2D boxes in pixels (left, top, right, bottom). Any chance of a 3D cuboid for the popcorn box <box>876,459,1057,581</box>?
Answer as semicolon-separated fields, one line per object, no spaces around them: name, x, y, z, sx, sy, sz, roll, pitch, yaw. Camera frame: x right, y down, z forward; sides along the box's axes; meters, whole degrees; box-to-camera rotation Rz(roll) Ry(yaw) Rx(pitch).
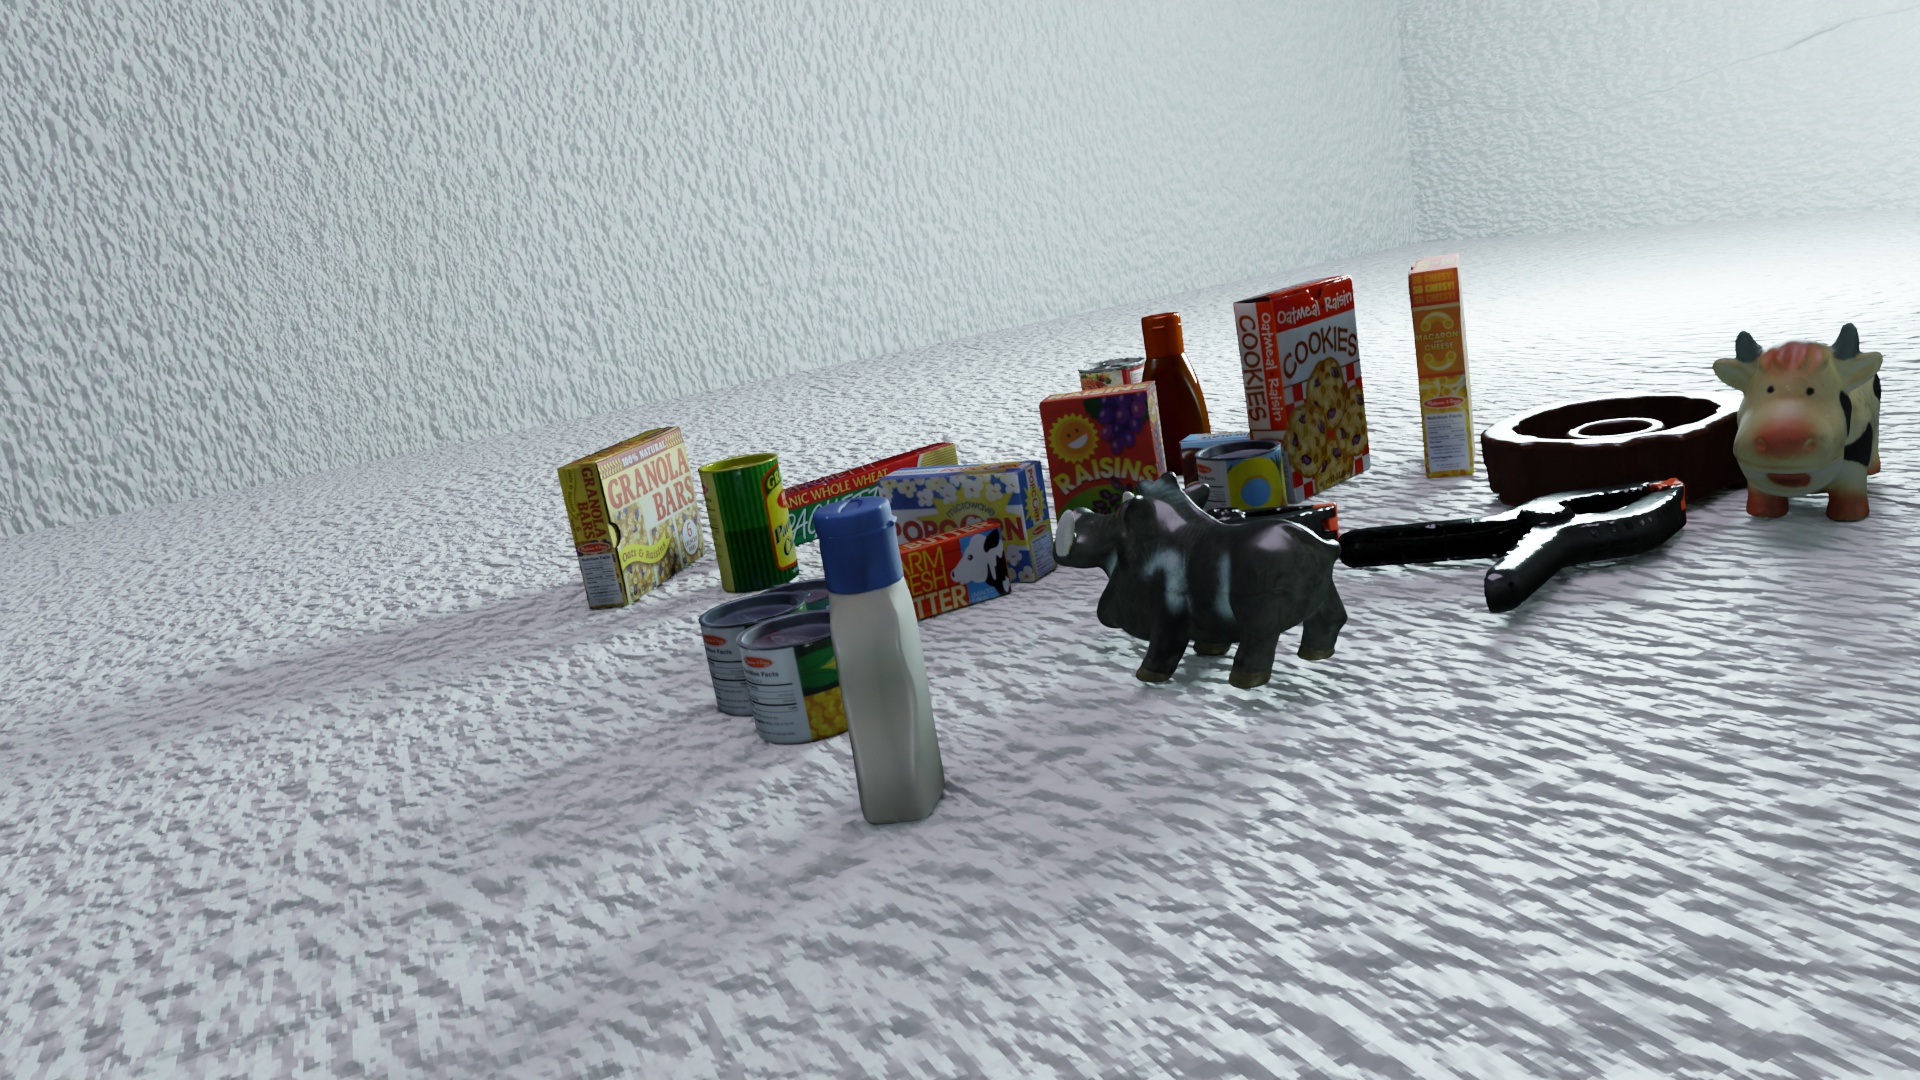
popcorn box;0.004;-0.013;1.048;0.126;0.085;0.038;-2;15;31

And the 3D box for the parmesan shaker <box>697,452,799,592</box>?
parmesan shaker;-0.174;-0.016;1.149;0.071;0.102;0.071;-9;13;2

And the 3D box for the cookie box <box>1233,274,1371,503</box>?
cookie box;0.284;-0.126;1.143;0.040;0.167;0.123;3;18;46

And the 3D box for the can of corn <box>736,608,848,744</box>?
can of corn;-0.088;0.076;0.795;0.071;0.058;0.071;-9;13;2

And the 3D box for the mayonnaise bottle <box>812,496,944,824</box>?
mayonnaise bottle;-0.039;0.055;0.654;0.041;0.147;0.065;-8;13;6

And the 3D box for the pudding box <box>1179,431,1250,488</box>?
pudding box;0.233;-0.067;1.190;0.083;0.049;0.030;-2;15;29

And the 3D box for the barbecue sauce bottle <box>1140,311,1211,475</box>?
barbecue sauce bottle;0.195;-0.136;1.291;0.065;0.148;0.044;-5;13;20

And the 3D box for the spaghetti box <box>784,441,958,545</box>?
spaghetti box;-0.101;-0.042;1.322;0.251;0.050;0.028;-20;16;-38

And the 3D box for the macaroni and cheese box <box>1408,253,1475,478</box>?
macaroni and cheese box;0.399;-0.147;1.150;0.040;0.166;0.124;-5;14;21

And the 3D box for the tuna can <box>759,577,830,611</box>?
tuna can;-0.108;0.051;0.973;0.071;0.032;0.071;-9;13;2

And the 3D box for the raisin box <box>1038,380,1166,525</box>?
raisin box;0.113;-0.053;1.056;0.086;0.123;0.040;-5;13;19

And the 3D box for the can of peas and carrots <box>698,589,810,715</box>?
can of peas and carrots;-0.120;0.068;0.853;0.071;0.058;0.071;-9;13;2

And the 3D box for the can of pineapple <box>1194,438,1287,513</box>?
can of pineapple;0.221;-0.044;1.082;0.071;0.057;0.071;-9;13;2

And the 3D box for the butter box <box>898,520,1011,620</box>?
butter box;-0.017;0.024;0.977;0.104;0.053;0.024;-15;14;-23

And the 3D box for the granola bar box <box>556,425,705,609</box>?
granola bar box;-0.282;-0.024;1.214;0.039;0.124;0.166;-6;13;15
